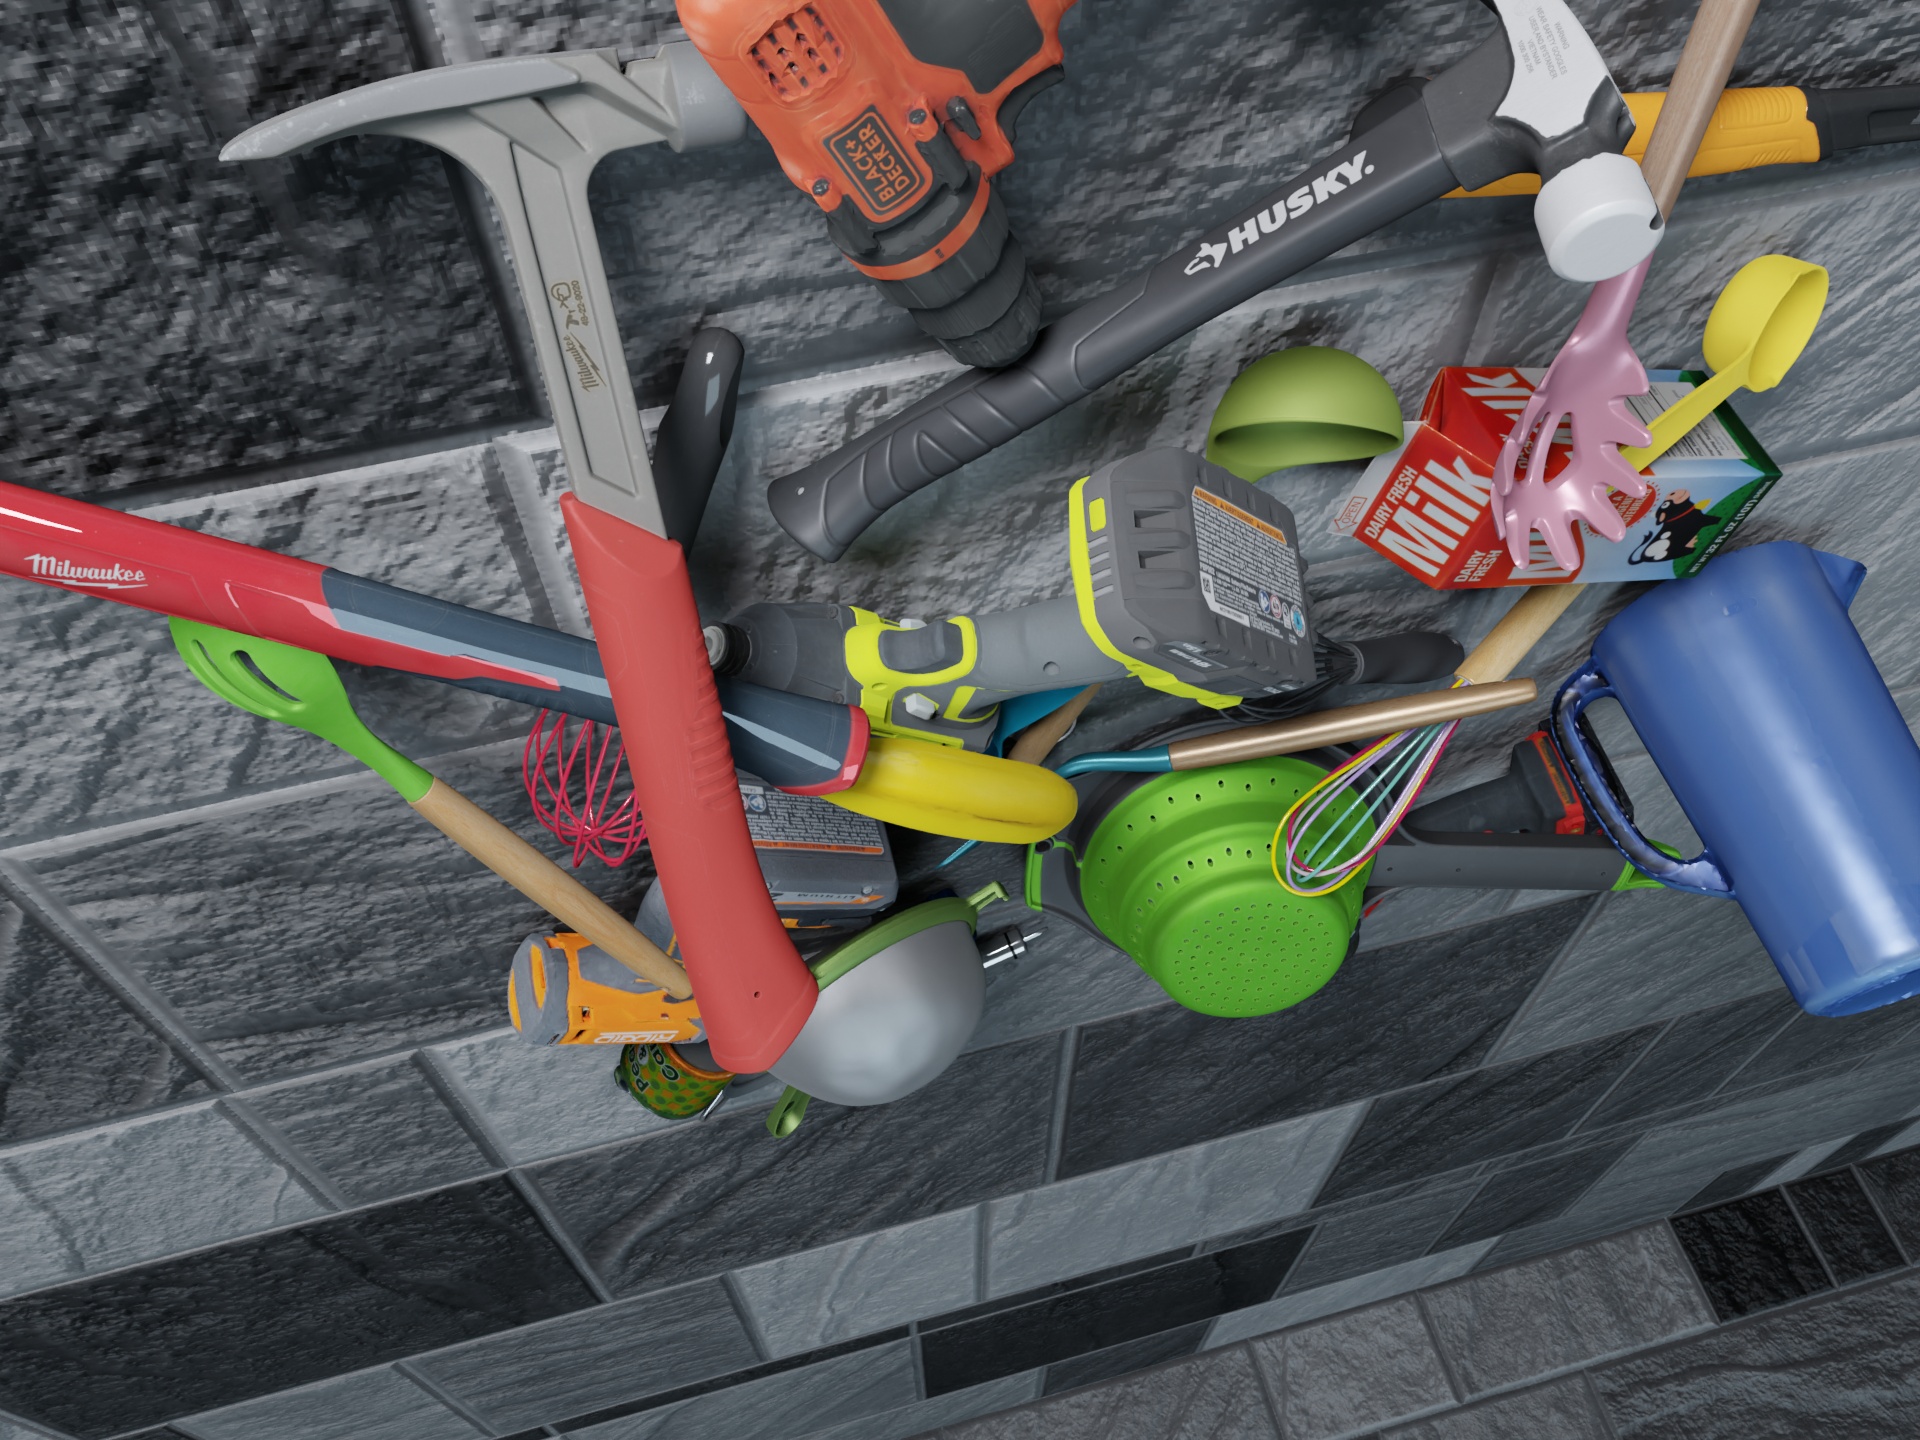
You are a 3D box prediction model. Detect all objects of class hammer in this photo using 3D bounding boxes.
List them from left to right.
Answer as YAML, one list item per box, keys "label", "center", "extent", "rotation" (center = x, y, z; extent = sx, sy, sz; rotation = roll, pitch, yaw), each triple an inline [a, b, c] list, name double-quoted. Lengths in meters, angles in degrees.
- label: "hammer"
  center: [-0.208, -0.046, 0.546]
  extent: [0.386, 0.038, 0.143]
  rotation: [15, 136, -20]
- label: "hammer"
  center: [-0.114, -0.030, 0.535]
  extent: [0.149, 0.037, 0.358]
  rotation: [-16, 117, -15]
- label: "hammer"
  center: [0.059, -0.144, 0.559]
  extent: [0.335, 0.146, 0.035]
  rotation: [-25, 147, 31]
- label: "hammer"
  center: [0.303, -0.222, 0.614]
  extent: [0.337, 0.034, 0.127]
  rotation: [-9, 145, -14]

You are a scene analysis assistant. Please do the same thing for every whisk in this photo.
- label: "whisk"
  center: [-0.133, -0.038, 0.660]
  extent: [0.073, 0.073, 0.295]
  rotation: [0, 138, -26]
- label: "whisk"
  center: [0.193, -0.030, 0.809]
  extent: [0.239, 0.055, 0.055]
  rotation: [-5, 148, -45]
- label: "whisk"
  center: [0.251, -0.004, 0.835]
  extent: [0.245, 0.047, 0.051]
  rotation: [-48, 166, -1]

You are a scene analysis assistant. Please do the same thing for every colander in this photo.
- label: "colander"
  center: [0.239, 0.105, 0.920]
  extent: [0.397, 0.095, 0.204]
  rotation: [2, 129, -6]

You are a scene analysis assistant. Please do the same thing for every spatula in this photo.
- label: "spatula"
  center: [0.138, 0.025, 0.831]
  extent: [0.317, 0.044, 0.082]
  rotation: [-12, 180, 15]

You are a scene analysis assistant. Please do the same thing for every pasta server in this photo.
- label: "pasta server"
  center: [0.254, -0.195, 0.562]
  extent: [0.060, 0.040, 0.316]
  rotation: [0, 130, -10]

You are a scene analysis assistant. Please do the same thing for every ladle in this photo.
- label: "ladle"
  center: [0.088, -0.046, 0.738]
  extent: [0.078, 0.062, 0.320]
  rotation: [5, 139, -30]

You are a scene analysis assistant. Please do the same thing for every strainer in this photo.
- label: "strainer"
  center: [-0.057, 0.197, 0.896]
  extent: [0.151, 0.069, 0.256]
  rotation: [-21, 154, -36]
- label: "strainer"
  center: [-0.060, 0.188, 1.047]
  extent: [0.258, 0.050, 0.086]
  rotation: [-24, 161, -1]

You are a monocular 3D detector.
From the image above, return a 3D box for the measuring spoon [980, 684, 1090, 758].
- label: "measuring spoon"
  center: [0.030, -0.011, 0.771]
  extent: [0.042, 0.021, 0.128]
  rotation: [39, 130, -20]

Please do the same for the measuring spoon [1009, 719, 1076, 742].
- label: "measuring spoon"
  center: [-0.001, -0.003, 0.818]
  extent: [0.124, 0.018, 0.034]
  rotation: [0, 138, -14]

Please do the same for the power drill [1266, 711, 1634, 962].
- label: "power drill"
  center: [0.315, 0.093, 1.054]
  extent: [0.226, 0.080, 0.187]
  rotation: [-19, 147, 7]

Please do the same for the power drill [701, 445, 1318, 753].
- label: "power drill"
  center: [0.016, -0.035, 0.654]
  extent: [0.223, 0.080, 0.171]
  rotation: [-15, 163, 34]

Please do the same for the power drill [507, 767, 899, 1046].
- label: "power drill"
  center: [-0.128, 0.110, 0.862]
  extent: [0.164, 0.084, 0.226]
  rotation: [7, 143, -37]

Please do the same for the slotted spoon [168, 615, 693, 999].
- label: "slotted spoon"
  center: [-0.213, 0.043, 0.686]
  extent: [0.070, 0.031, 0.313]
  rotation: [-8, 140, 33]

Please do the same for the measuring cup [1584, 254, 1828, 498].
- label: "measuring cup"
  center: [0.313, -0.146, 0.685]
  extent: [0.156, 0.029, 0.062]
  rotation: [-38, 142, -14]
